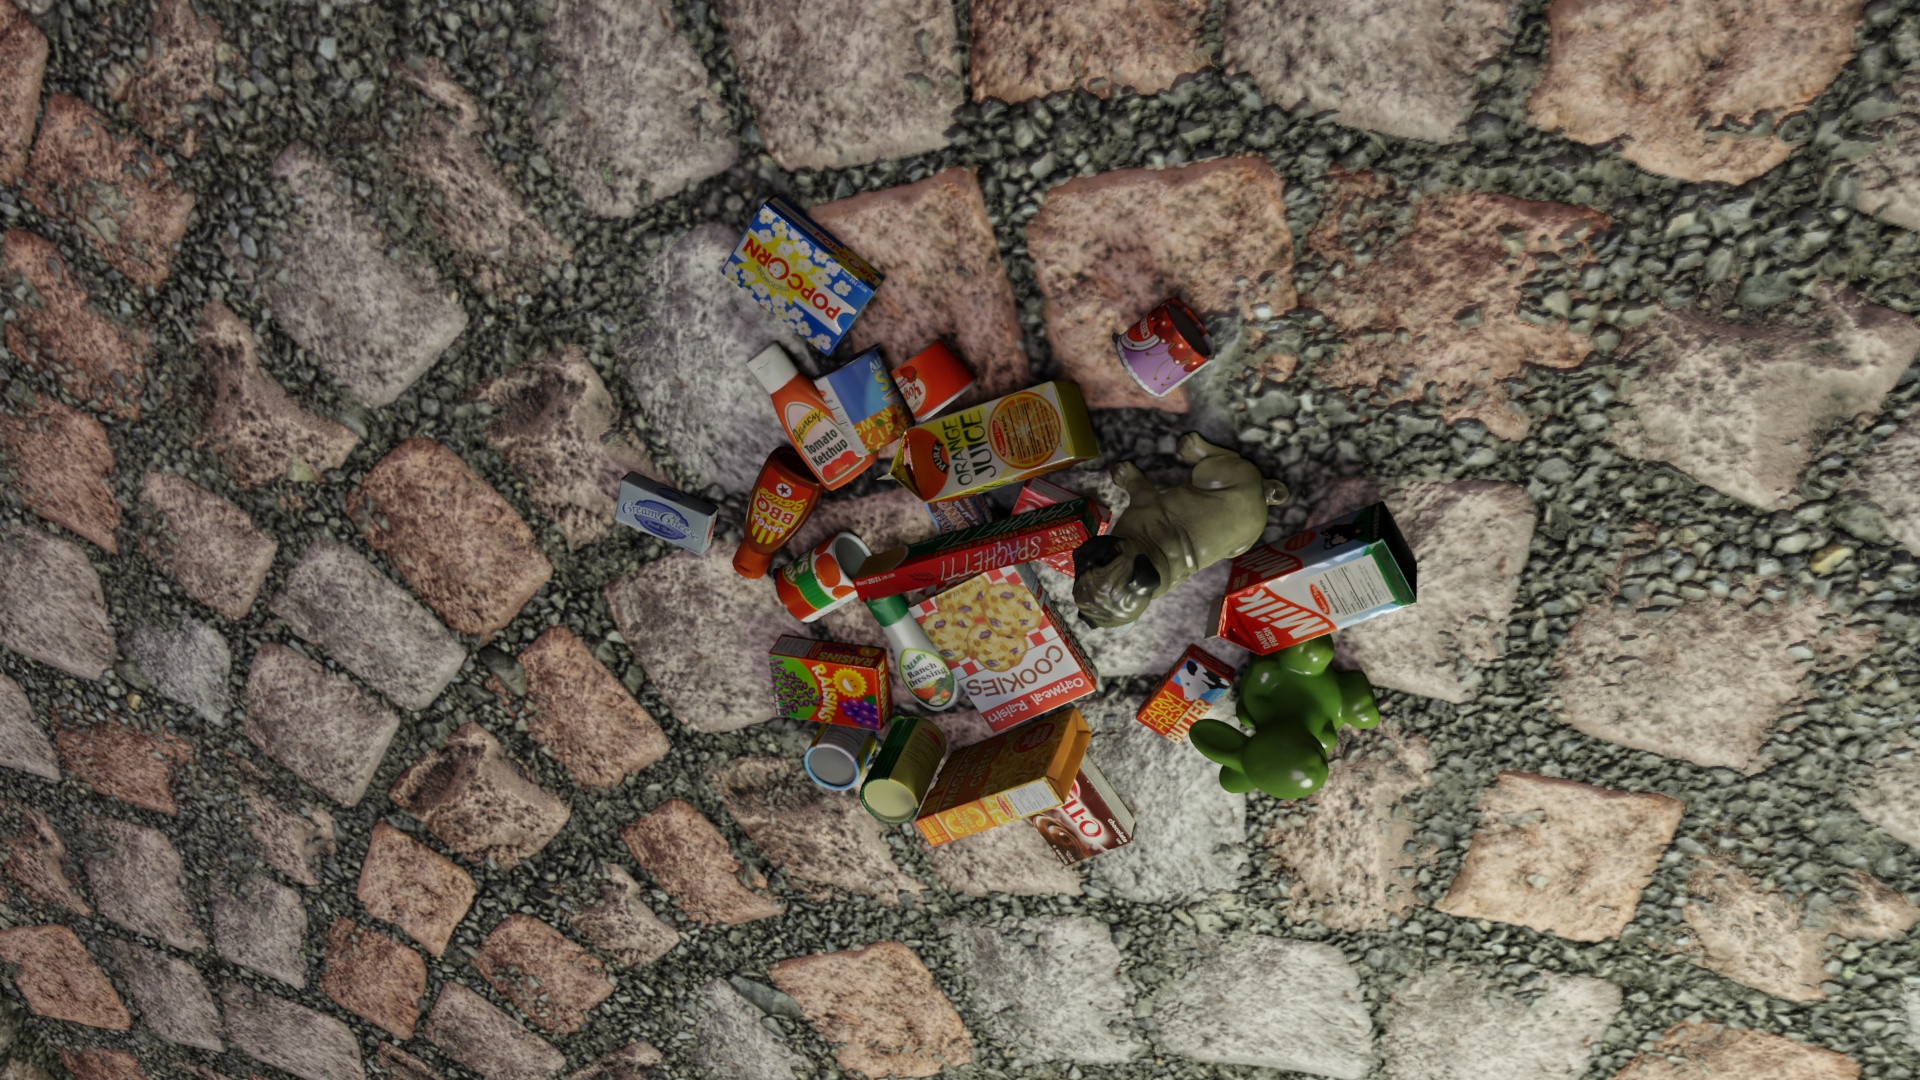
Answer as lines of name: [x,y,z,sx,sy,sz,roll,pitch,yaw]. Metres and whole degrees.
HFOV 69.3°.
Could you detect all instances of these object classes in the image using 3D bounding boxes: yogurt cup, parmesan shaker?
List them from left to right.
parmesan shaker: [-0.063,0.244,1.488,0.071,0.103,0.071,8,122,14]
yogurt cup: [-0.026,-0.148,1.270,0.072,0.073,0.054,-31,98,31]

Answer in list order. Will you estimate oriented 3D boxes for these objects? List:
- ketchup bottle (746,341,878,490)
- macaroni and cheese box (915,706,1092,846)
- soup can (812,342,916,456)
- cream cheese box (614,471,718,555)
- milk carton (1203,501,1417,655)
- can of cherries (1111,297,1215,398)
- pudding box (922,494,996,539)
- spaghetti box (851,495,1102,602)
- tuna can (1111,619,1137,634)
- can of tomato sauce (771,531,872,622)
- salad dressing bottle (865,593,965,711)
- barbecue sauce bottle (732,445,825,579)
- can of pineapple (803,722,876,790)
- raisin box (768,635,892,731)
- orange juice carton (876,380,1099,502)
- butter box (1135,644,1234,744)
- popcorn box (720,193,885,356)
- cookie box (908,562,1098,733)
ketchup bottle: [-0.146,-0.123,1.336,0.064,0.044,0.148,-32,105,21]
macaroni and cheese box: [0.045,0.244,1.440,0.166,0.124,0.040,-24,107,29]
soup can: [-0.086,-0.131,1.294,0.071,0.072,0.083,-22,105,28]
cream cheese box: [-0.309,-0.028,1.457,0.104,0.024,0.053,22,123,5]
milk carton: [0.310,0.042,1.264,0.190,0.073,0.073,-23,110,27]
can of cherries: [0.174,-0.166,1.189,0.058,0.072,0.071,-36,104,32]
pudding box: [0.005,-0.017,1.356,0.049,0.030,0.083,-18,112,27]
spaghetti box: [0.014,0.010,1.319,0.249,0.050,0.028,-15,114,25]
tuna can: [0.159,0.053,1.326,0.033,0.071,0.070,28,124,0]
can of tomato sauce: [-0.138,0.036,1.413,0.083,0.071,0.071,-29,107,29]
salad dressing bottle: [-0.049,0.107,1.438,0.064,0.044,0.147,-26,109,21]
barbecue sauce bottle: [-0.189,-0.024,1.409,0.065,0.044,0.147,31,124,-2]
can of pineapple: [-0.133,0.234,1.533,0.071,0.058,0.070,8,122,14]
raisin box: [-0.140,0.154,1.500,0.123,0.040,0.085,7,120,16]
orange juice carton: [0.020,-0.083,1.269,0.192,0.072,0.073,-17,87,24]
butter box: [0.224,0.155,1.388,0.053,0.024,0.103,32,124,-2]
popcorn box: [-0.144,-0.242,1.268,0.126,0.038,0.085,38,123,-5]
cookie box: [0.045,0.101,1.401,0.122,0.040,0.167,-26,108,23]
